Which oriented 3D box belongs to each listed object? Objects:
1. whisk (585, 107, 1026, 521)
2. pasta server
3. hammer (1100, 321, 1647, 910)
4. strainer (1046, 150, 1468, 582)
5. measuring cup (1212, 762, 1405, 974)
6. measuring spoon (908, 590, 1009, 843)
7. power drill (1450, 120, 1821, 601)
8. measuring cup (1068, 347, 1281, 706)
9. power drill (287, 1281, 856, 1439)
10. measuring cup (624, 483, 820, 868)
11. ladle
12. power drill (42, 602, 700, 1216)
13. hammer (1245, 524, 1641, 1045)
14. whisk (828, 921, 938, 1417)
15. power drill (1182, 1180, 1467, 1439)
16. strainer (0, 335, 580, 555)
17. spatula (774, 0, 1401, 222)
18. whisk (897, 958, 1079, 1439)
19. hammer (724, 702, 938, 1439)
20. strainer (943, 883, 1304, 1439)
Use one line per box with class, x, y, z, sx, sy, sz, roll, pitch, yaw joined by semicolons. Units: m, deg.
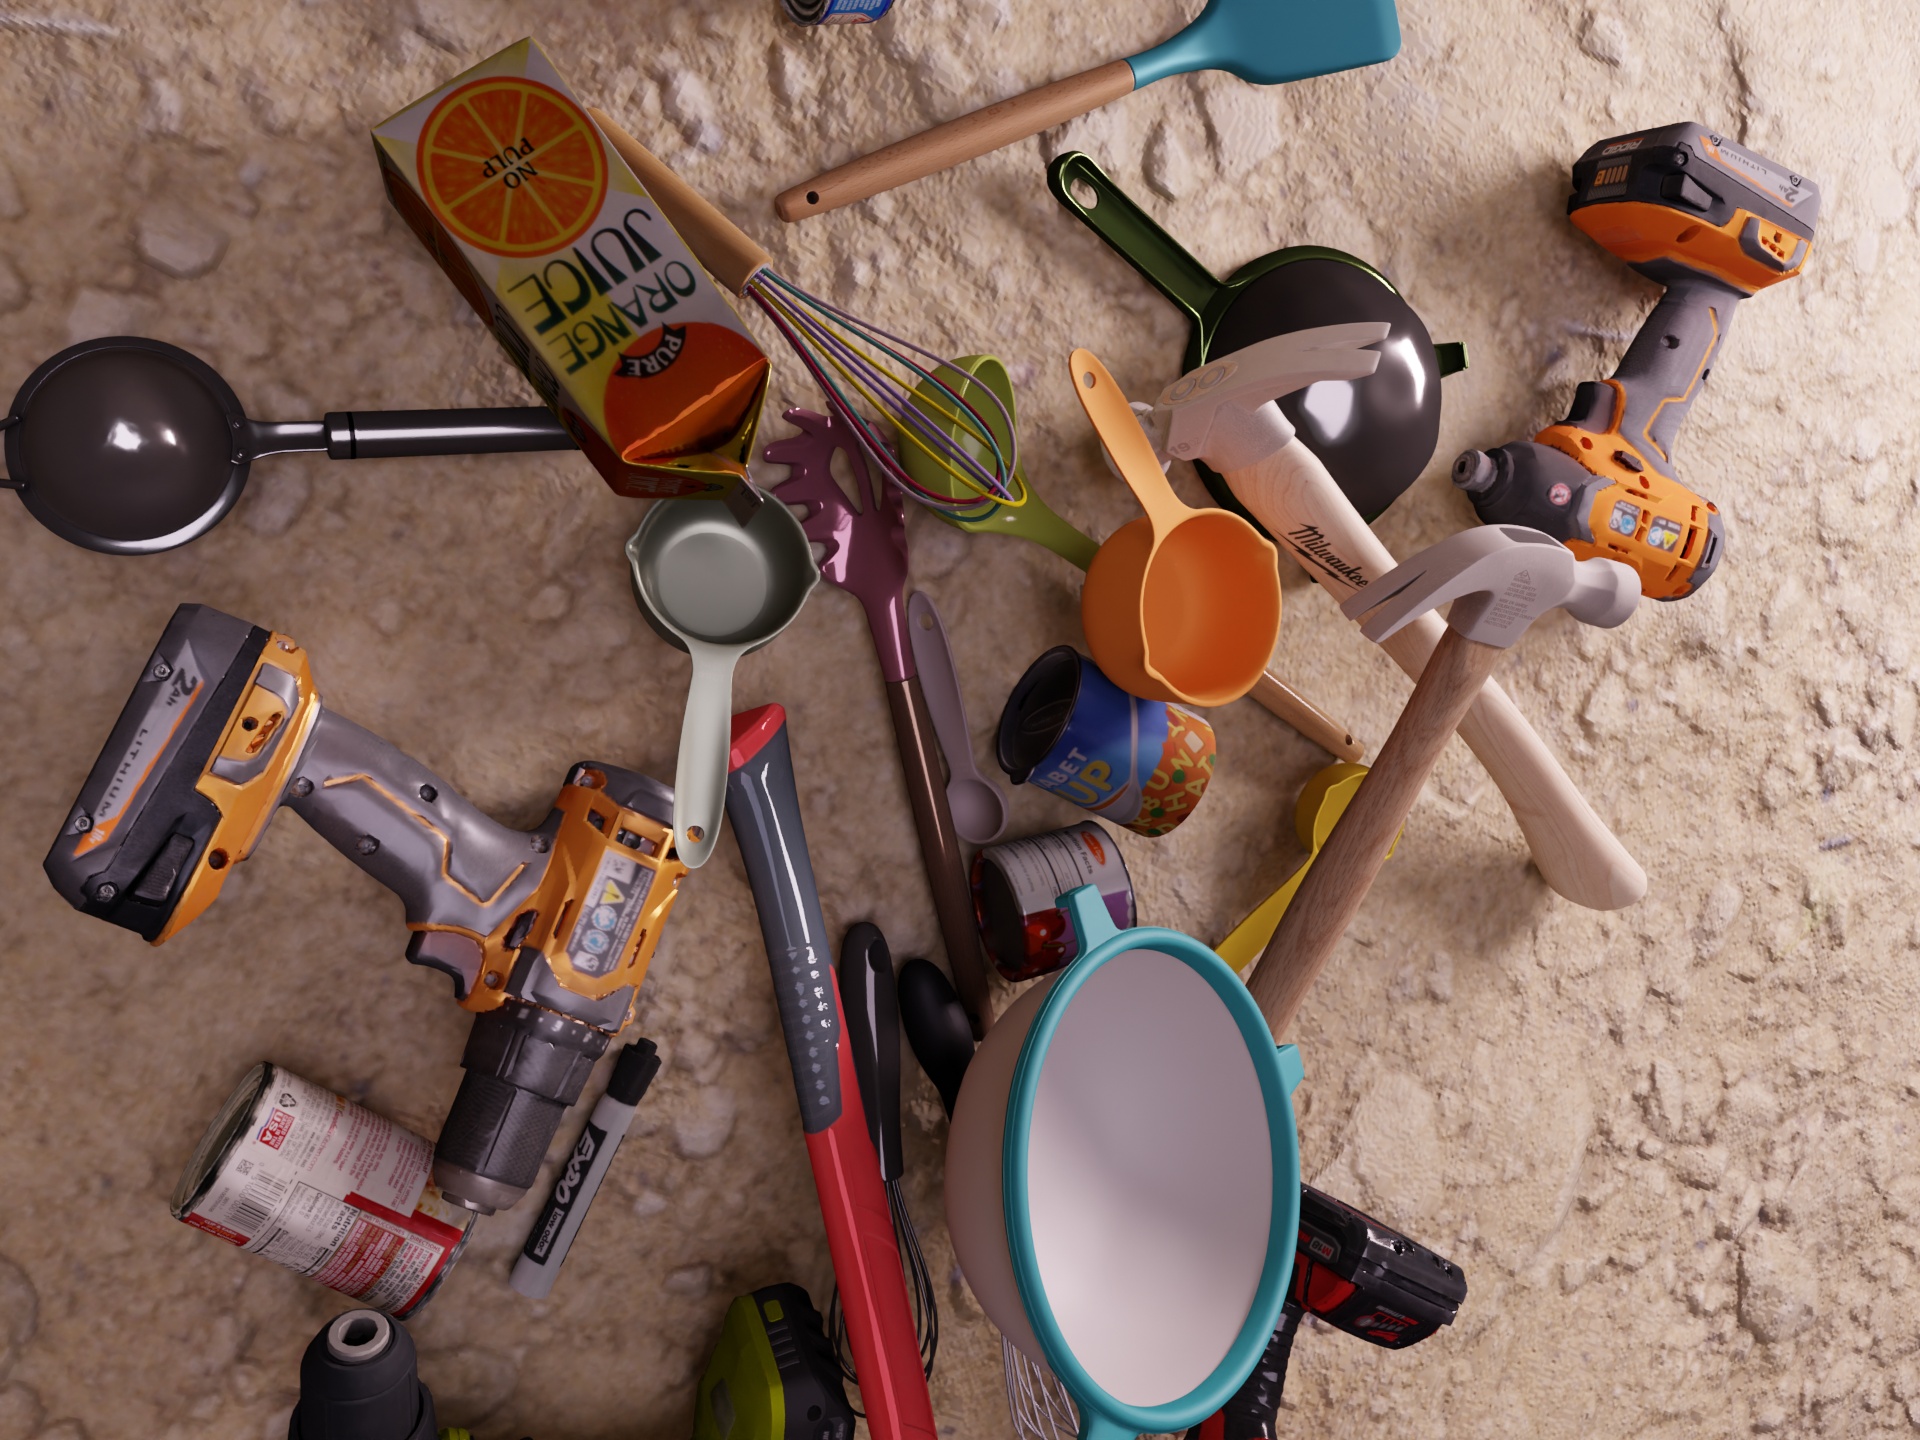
whisk;-0.067;-0.168;0.658;0.245;0.051;0.047;41;56;3
pasta server;-0.025;0.008;0.736;0.040;0.060;0.316;-41;121;-62
hammer;0.247;-0.030;0.796;0.410;0.146;0.038;43;55;-28
strainer;0.150;-0.189;0.766;0.256;0.069;0.151;35;83;-24
measuring cup;0.169;0.085;0.837;0.156;0.029;0.062;-46;118;1
measuring spoon;-0.001;-0.002;0.754;0.018;0.034;0.124;-25;103;-54
power drill;0.353;-0.191;0.847;0.164;0.084;0.226;13;95;-23
measuring cup;0.076;-0.084;0.704;0.095;0.052;0.173;-42;114;-26
power drill;-0.166;0.311;0.669;0.228;0.080;0.190;-2;118;-23
measuring cup;-0.108;-0.019;0.677;0.083;0.038;0.168;7;79;-15
ladle;0.097;-0.063;0.769;0.320;0.062;0.078;33;62;-25
power drill;-0.229;0.076;0.622;0.226;0.084;0.185;28;72;-26
hammer;0.190;0.057;0.763;0.130;0.031;0.331;11;117;-26
whisk;-0.041;0.213;0.751;0.055;0.055;0.239;-4;94;-22
power drill;0.156;0.349;0.797;0.078;0.143;0.220;30;82;-25
strainer;-0.253;-0.114;0.627;0.258;0.050;0.087;-7;85;-25
spatula;0.059;-0.292;0.731;0.317;0.044;0.082;-28;108;-16
whisk;0.024;0.246;0.779;0.070;0.070;0.284;-23;99;-19
hammer;-0.044;0.182;0.694;0.143;0.038;0.386;4;71;-62
strainer;0.043;0.256;0.688;0.210;0.095;0.341;40;55;-35
